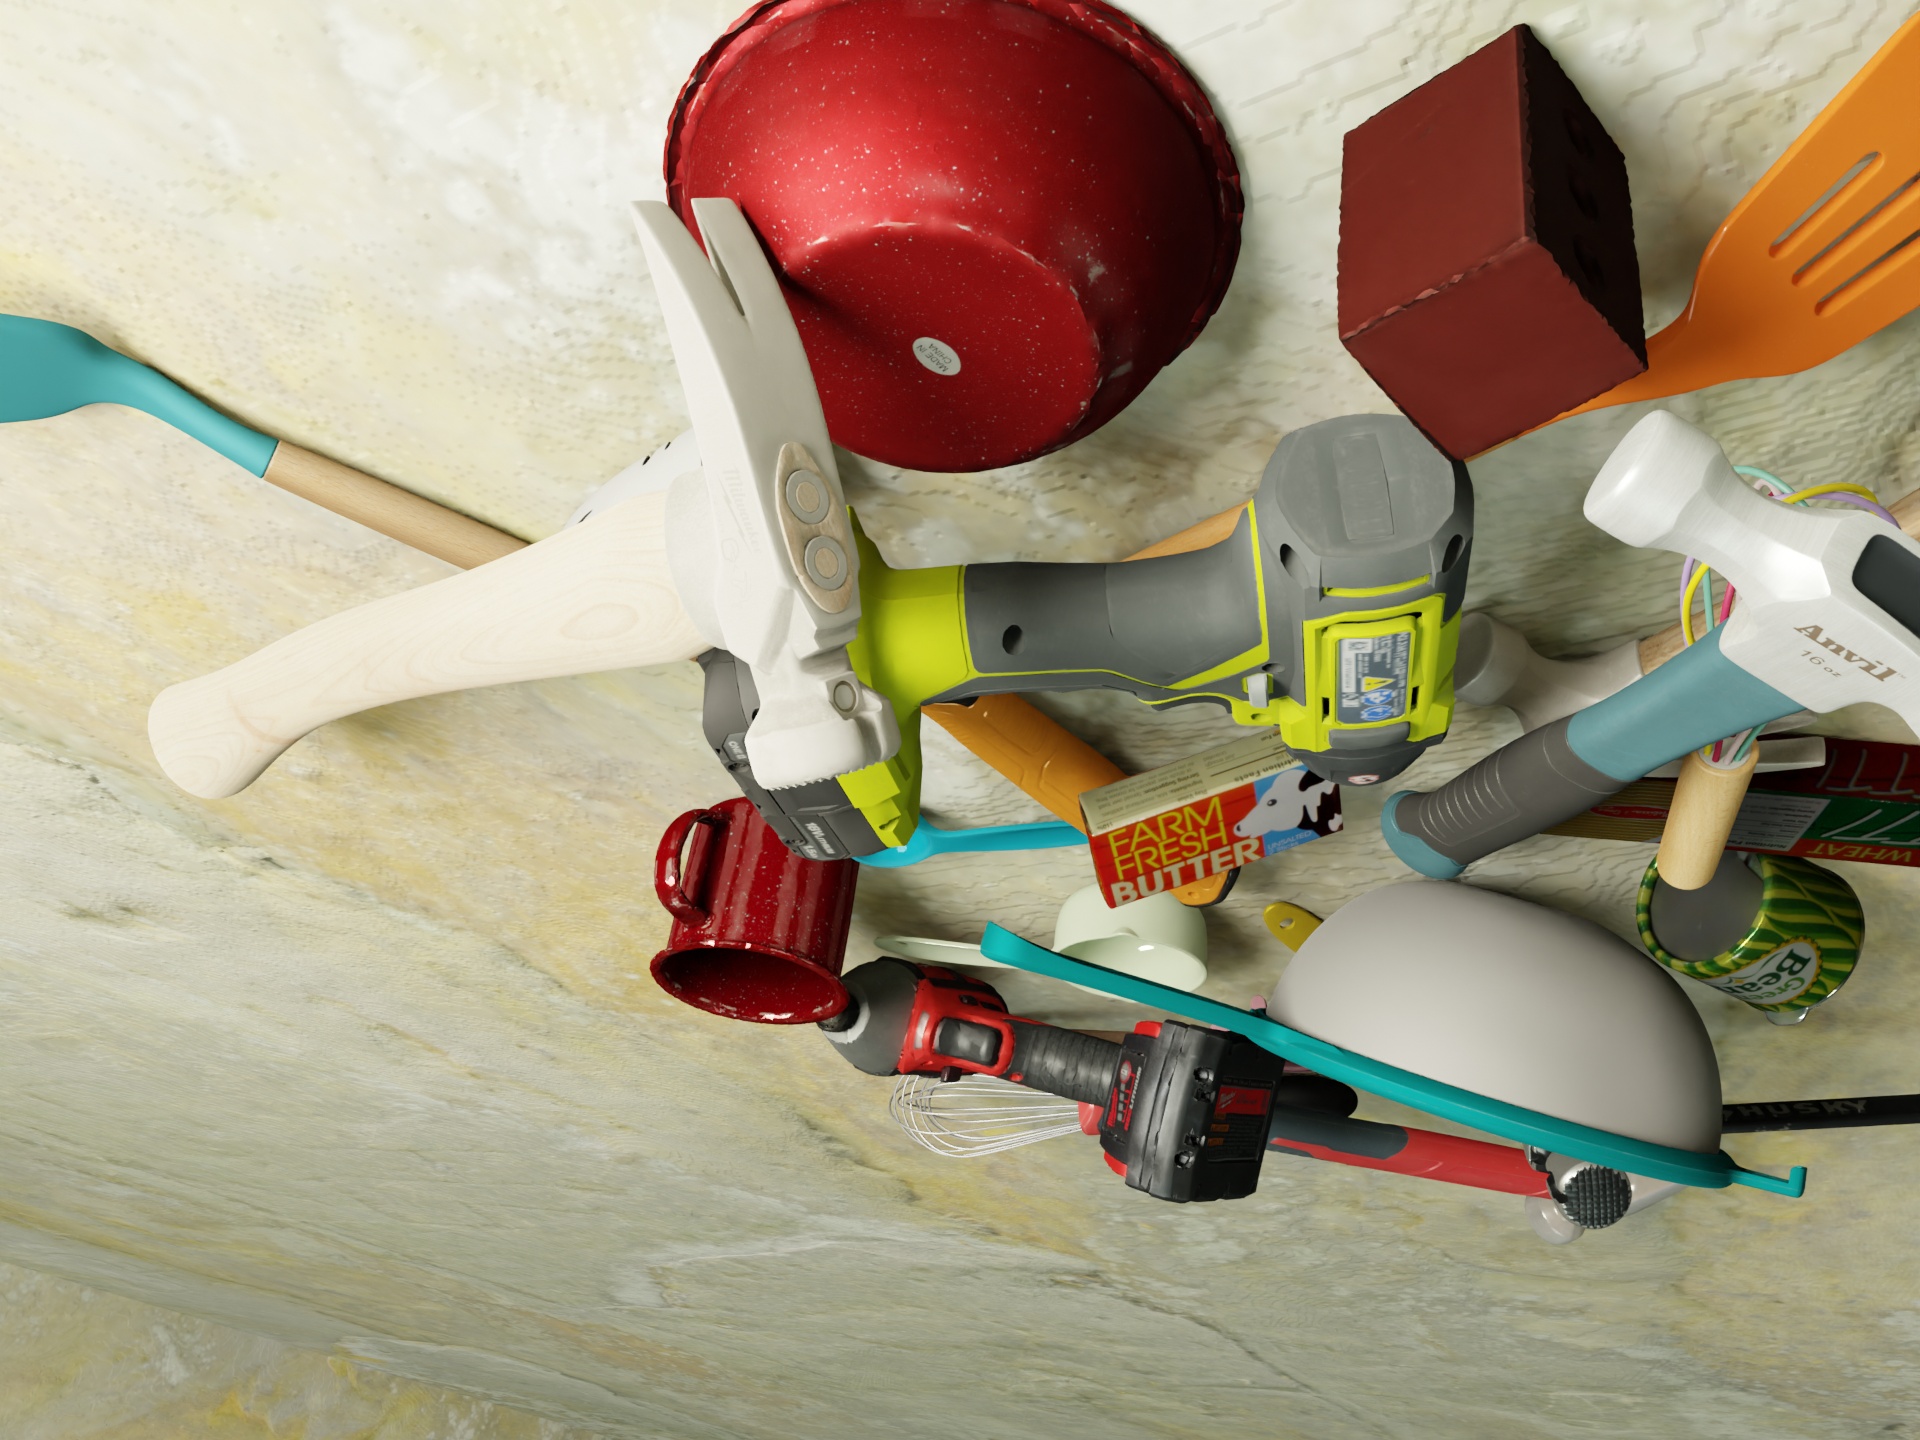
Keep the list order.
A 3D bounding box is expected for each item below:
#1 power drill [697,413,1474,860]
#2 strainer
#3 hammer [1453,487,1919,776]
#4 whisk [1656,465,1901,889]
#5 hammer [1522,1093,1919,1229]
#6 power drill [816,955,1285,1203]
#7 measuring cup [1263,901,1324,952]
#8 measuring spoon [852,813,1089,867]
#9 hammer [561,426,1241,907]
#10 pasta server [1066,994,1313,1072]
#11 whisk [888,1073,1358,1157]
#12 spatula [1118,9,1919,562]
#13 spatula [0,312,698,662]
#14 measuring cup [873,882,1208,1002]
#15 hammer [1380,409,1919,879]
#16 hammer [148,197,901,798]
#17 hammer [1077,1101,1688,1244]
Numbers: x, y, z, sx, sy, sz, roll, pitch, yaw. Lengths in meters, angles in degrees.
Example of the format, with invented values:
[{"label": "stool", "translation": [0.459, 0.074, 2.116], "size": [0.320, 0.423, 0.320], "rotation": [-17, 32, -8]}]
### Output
[{"label": "power drill", "translation": [0.044, -0.015, 0.511], "size": [0.223, 0.080, 0.171], "rotation": [-6, 151, 10]}, {"label": "strainer", "translation": [0.178, 0.105, 0.686], "size": [0.340, 0.095, 0.211], "rotation": [18, 177, -12]}, {"label": "hammer", "translation": [0.305, -0.063, 0.470], "size": [0.130, 0.031, 0.331], "rotation": [22, 145, -21]}, {"label": "whisk", "translation": [0.245, -0.001, 0.512], "size": [0.051, 0.047, 0.244], "rotation": [39, 167, 31]}, {"label": "hammer", "translation": [0.484, 0.190, 0.785], "size": [0.409, 0.036, 0.149], "rotation": [-5, -169, 6]}, {"label": "power drill", "translation": [0.036, 0.168, 0.792], "size": [0.220, 0.078, 0.143], "rotation": [10, 172, 32]}, {"label": "measuring cup", "translation": [0.204, 0.137, 0.801], "size": [0.062, 0.029, 0.156], "rotation": [-41, 123, 20]}, {"label": "measuring spoon", "translation": [0.010, 0.047, 0.733], "size": [0.128, 0.021, 0.042], "rotation": [-3, 147, 1]}, {"label": "hammer", "translation": [-0.001, -0.002, 0.634], "size": [0.127, 0.034, 0.336], "rotation": [-21, 138, 37]}, {"label": "pasta server", "translation": [0.079, 0.179, 0.916], "size": [0.316, 0.040, 0.060], "rotation": [-5, 146, 27]}, {"label": "whisk", "translation": [0.097, 0.232, 0.971], "size": [0.284, 0.070, 0.070], "rotation": [-2, 147, 6]}, {"label": "spatula", "translation": [0.143, -0.089, 0.477], "size": [0.081, 0.041, 0.322], "rotation": [30, 146, -32]}, {"label": "spatula", "translation": [-0.222, -0.072, 0.563], "size": [0.317, 0.044, 0.082], "rotation": [23, 147, -25]}, {"label": "measuring cup", "translation": [0.040, 0.104, 0.793], "size": [0.167, 0.038, 0.083], "rotation": [3, 148, 12]}, {"label": "hammer", "translation": [0.199, 0.010, 0.506], "size": [0.128, 0.033, 0.331], "rotation": [33, 167, 6]}, {"label": "hammer", "translation": [-0.183, -0.033, 0.523], "size": [0.411, 0.146, 0.038], "rotation": [-10, -173, 44]}, {"label": "hammer", "translation": [0.246, 0.238, 0.913], "size": [0.386, 0.038, 0.143], "rotation": [15, 139, -20]}]
